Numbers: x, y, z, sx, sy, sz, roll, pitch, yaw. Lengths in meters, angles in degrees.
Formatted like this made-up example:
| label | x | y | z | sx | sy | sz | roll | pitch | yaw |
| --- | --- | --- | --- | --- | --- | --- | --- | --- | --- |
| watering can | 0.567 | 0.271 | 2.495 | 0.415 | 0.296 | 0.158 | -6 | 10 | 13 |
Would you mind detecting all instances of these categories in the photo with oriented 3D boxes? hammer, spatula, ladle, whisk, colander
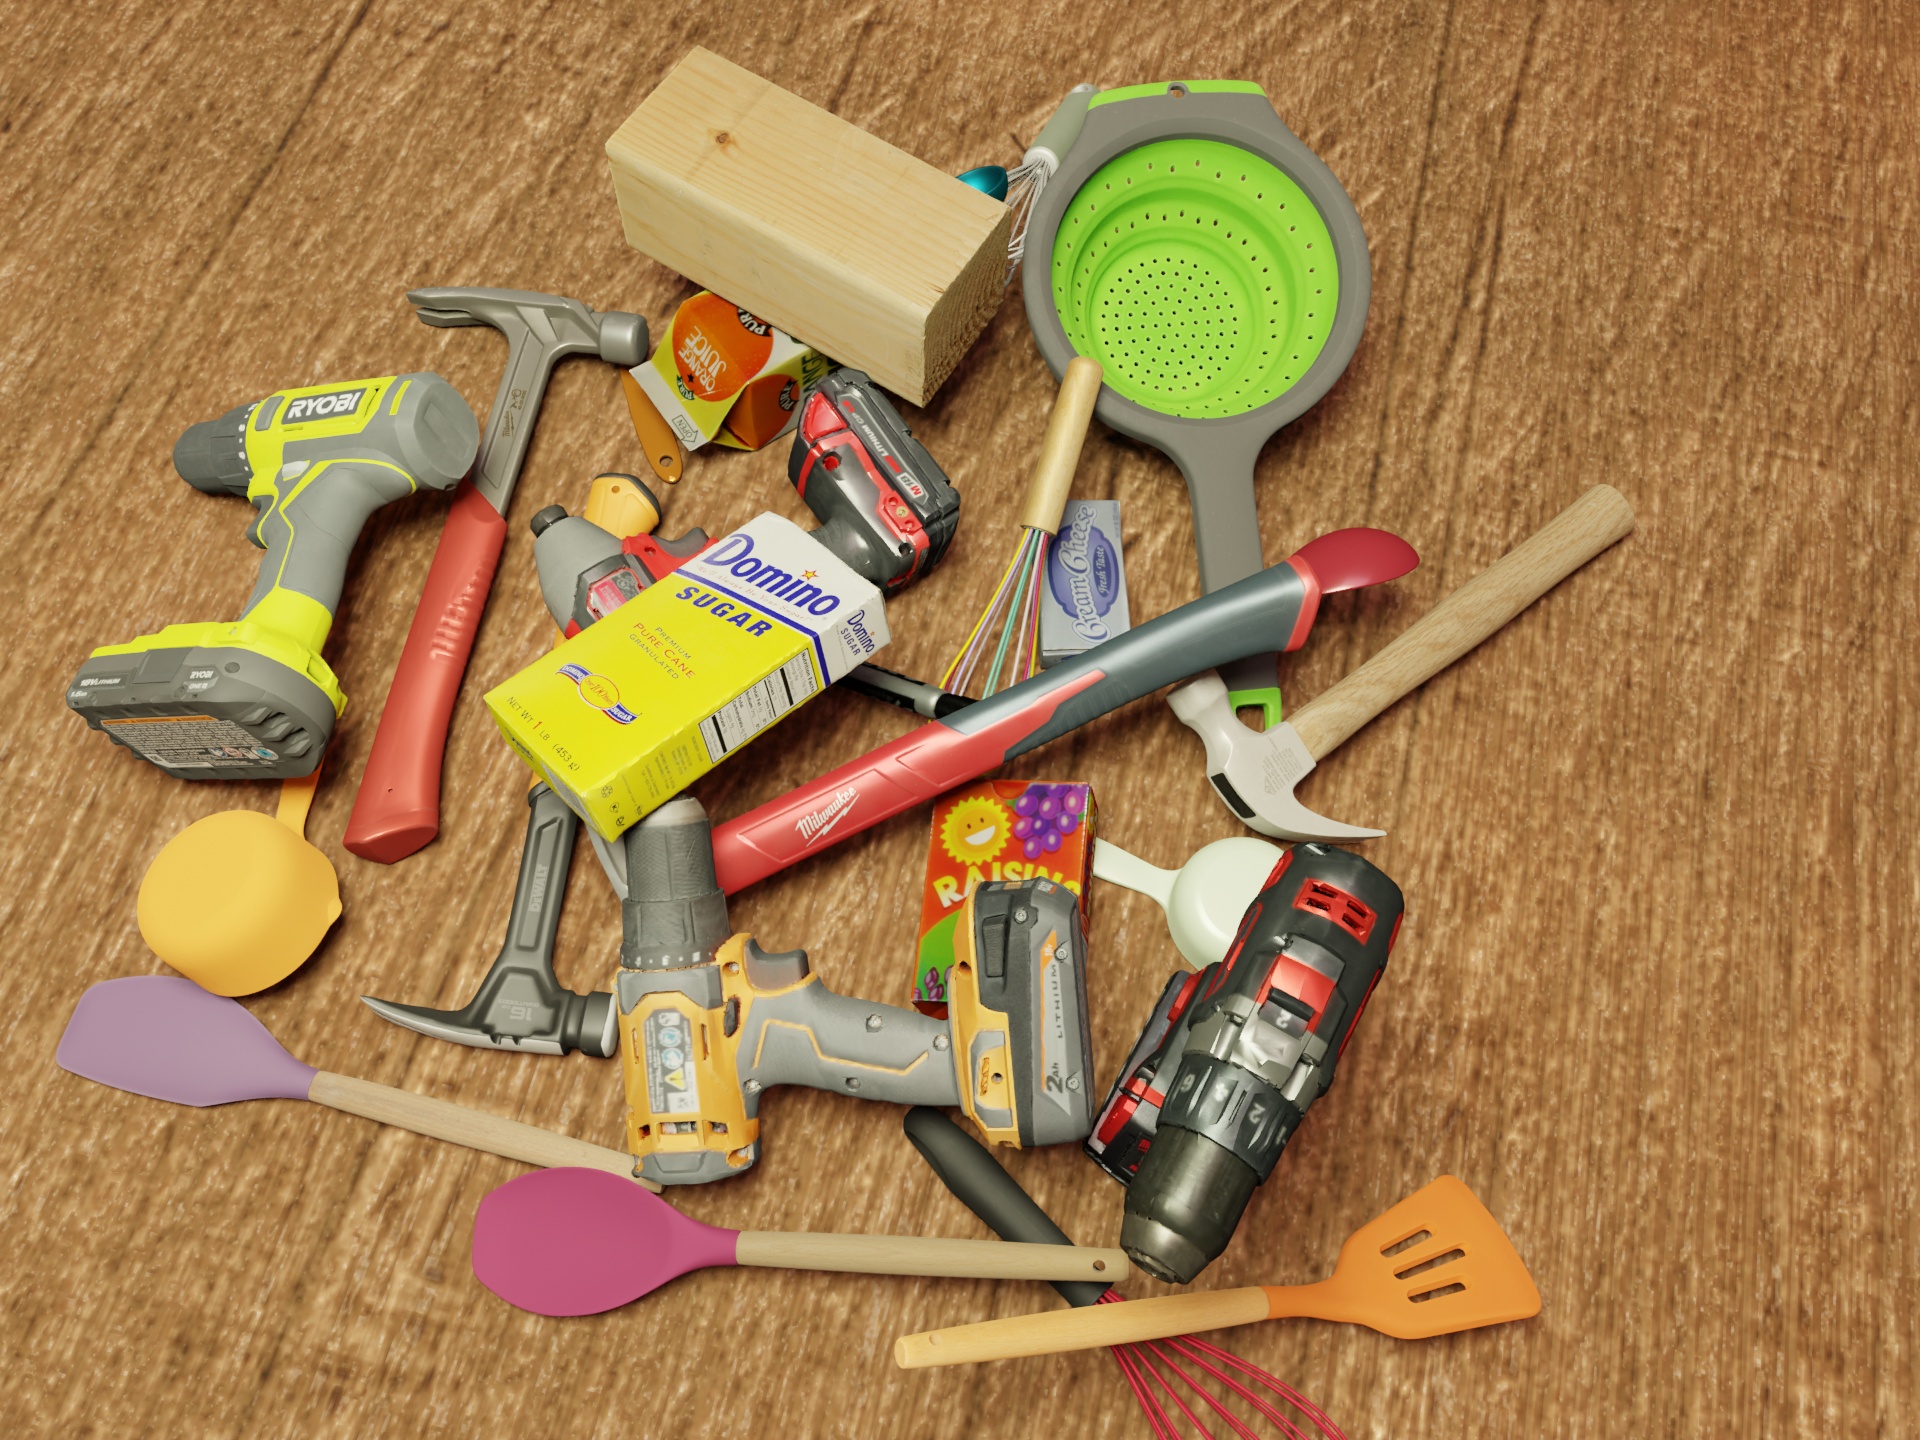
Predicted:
| label | x | y | z | sx | sy | sz | roll | pitch | yaw |
| --- | --- | --- | --- | --- | --- | --- | --- | --- | --- |
| hammer | -0.291 | -0.094 | 0.908 | 0.149 | 0.036 | 0.359 | 7 | 67 | 6 |
| hammer | -0.223 | 0.011 | 0.870 | 0.127 | 0.034 | 0.337 | 7 | 66 | -2 |
| spatula | 0.121 | 0.263 | 0.727 | 0.322 | 0.041 | 0.081 | 3 | 37 | -27 |
| ladle | 0.105 | -0.032 | 0.857 | 0.315 | 0.069 | 0.031 | -28 | 112 | -6 |
| spatula | -0.298 | 0.187 | 0.796 | 0.316 | 0.018 | 0.060 | 15 | 68 | 4 |
| whisk | 0.034 | -0.086 | 0.885 | 0.047 | 0.051 | 0.245 | 16 | 87 | 17 |
| hammer | -0.001 | -0.003 | 0.809 | 0.386 | 0.038 | 0.143 | -26 | 101 | 0 |
| hammer | 0.273 | -0.043 | 0.910 | 0.331 | 0.031 | 0.130 | -33 | 92 | -21 |
| whisk | 0.080 | 0.288 | 0.753 | 0.296 | 0.073 | 0.073 | 41 | 70 | 19 |
| whisk | 0.049 | -0.347 | 1.007 | 0.058 | 0.059 | 0.246 | -1 | 41 | 26 |
| colander | 0.143 | -0.174 | 0.954 | 0.204 | 0.094 | 0.397 | -5 | 85 | -4 |

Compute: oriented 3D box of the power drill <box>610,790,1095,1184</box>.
| label | x | y | z | sx | sy | sz | roll | pitch | yaw |
| --- | --- | --- | --- | --- | --- | --- | --- | --- | --- |
| power drill | -0.056 | 0.120 | 0.756 | 0.226 | 0.084 | 0.185 | -5 | 91 | 8 |

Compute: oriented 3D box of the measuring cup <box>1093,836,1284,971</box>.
| label | x | y | z | sx | sy | sz | roll | pitch | yaw |
| --- | --- | --- | --- | --- | --- | --- | --- | --- | --- |
| measuring cup | 0.109 | 0.082 | 0.854 | 0.167 | 0.038 | 0.083 | 22 | 67 | 6 |

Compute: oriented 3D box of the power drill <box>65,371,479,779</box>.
| label | x | y | z | sx | sy | sz | roll | pitch | yaw |
| --- | --- | --- | --- | --- | --- | --- | --- | --- | --- |
| power drill | -0.378 | -0.086 | 0.856 | 0.190 | 0.080 | 0.229 | -2 | 58 | 22 |

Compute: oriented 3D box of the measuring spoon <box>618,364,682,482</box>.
| label | x | y | z | sx | sy | sz | roll | pitch | yaw |
| --- | --- | --- | --- | --- | --- | --- | --- | --- | --- |
| measuring spoon | -0.194 | -0.194 | 0.973 | 0.021 | 0.011 | 0.117 | -19 | 69 | -11 |

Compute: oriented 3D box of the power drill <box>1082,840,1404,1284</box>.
| label | x | y | z | sx | sy | sz | roll | pitch | yaw |
| --- | --- | --- | --- | --- | --- | --- | --- | --- | --- |
| power drill | 0.115 | 0.169 | 0.713 | 0.080 | 0.226 | 0.188 | 29 | 67 | 9 |

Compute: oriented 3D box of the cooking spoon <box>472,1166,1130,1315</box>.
| label | x | y | z | sx | sy | sz | roll | pitch | yaw |
| --- | --- | --- | --- | --- | --- | --- | --- | --- | --- |
| cooking spoon | -0.080 | 0.252 | 0.754 | 0.319 | 0.017 | 0.069 | 0 | 73 | 9 |

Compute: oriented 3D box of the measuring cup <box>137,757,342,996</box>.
| label | x | y | z | sx | sy | sz | roll | pitch | yaw |
| --- | --- | --- | --- | --- | --- | --- | --- | --- | --- |
| measuring cup | -0.366 | 0.053 | 0.824 | 0.095 | 0.052 | 0.174 | -6 | 58 | 15 |

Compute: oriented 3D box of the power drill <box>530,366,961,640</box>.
| label | x | y | z | sx | sy | sz | roll | pitch | yaw |
| --- | --- | --- | --- | --- | --- | --- | --- | --- | --- |
| power drill | -0.122 | -0.097 | 0.880 | 0.219 | 0.078 | 0.143 | -34 | 81 | -22 |

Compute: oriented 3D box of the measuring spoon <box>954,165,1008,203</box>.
| label | x | y | z | sx | sy | sz | roll | pitch | yaw |
| --- | --- | --- | --- | --- | --- | --- | --- | --- | --- |
| measuring spoon | -0.024 | -0.300 | 0.928 | 0.129 | 0.021 | 0.042 | 8 | 50 | 38 |
